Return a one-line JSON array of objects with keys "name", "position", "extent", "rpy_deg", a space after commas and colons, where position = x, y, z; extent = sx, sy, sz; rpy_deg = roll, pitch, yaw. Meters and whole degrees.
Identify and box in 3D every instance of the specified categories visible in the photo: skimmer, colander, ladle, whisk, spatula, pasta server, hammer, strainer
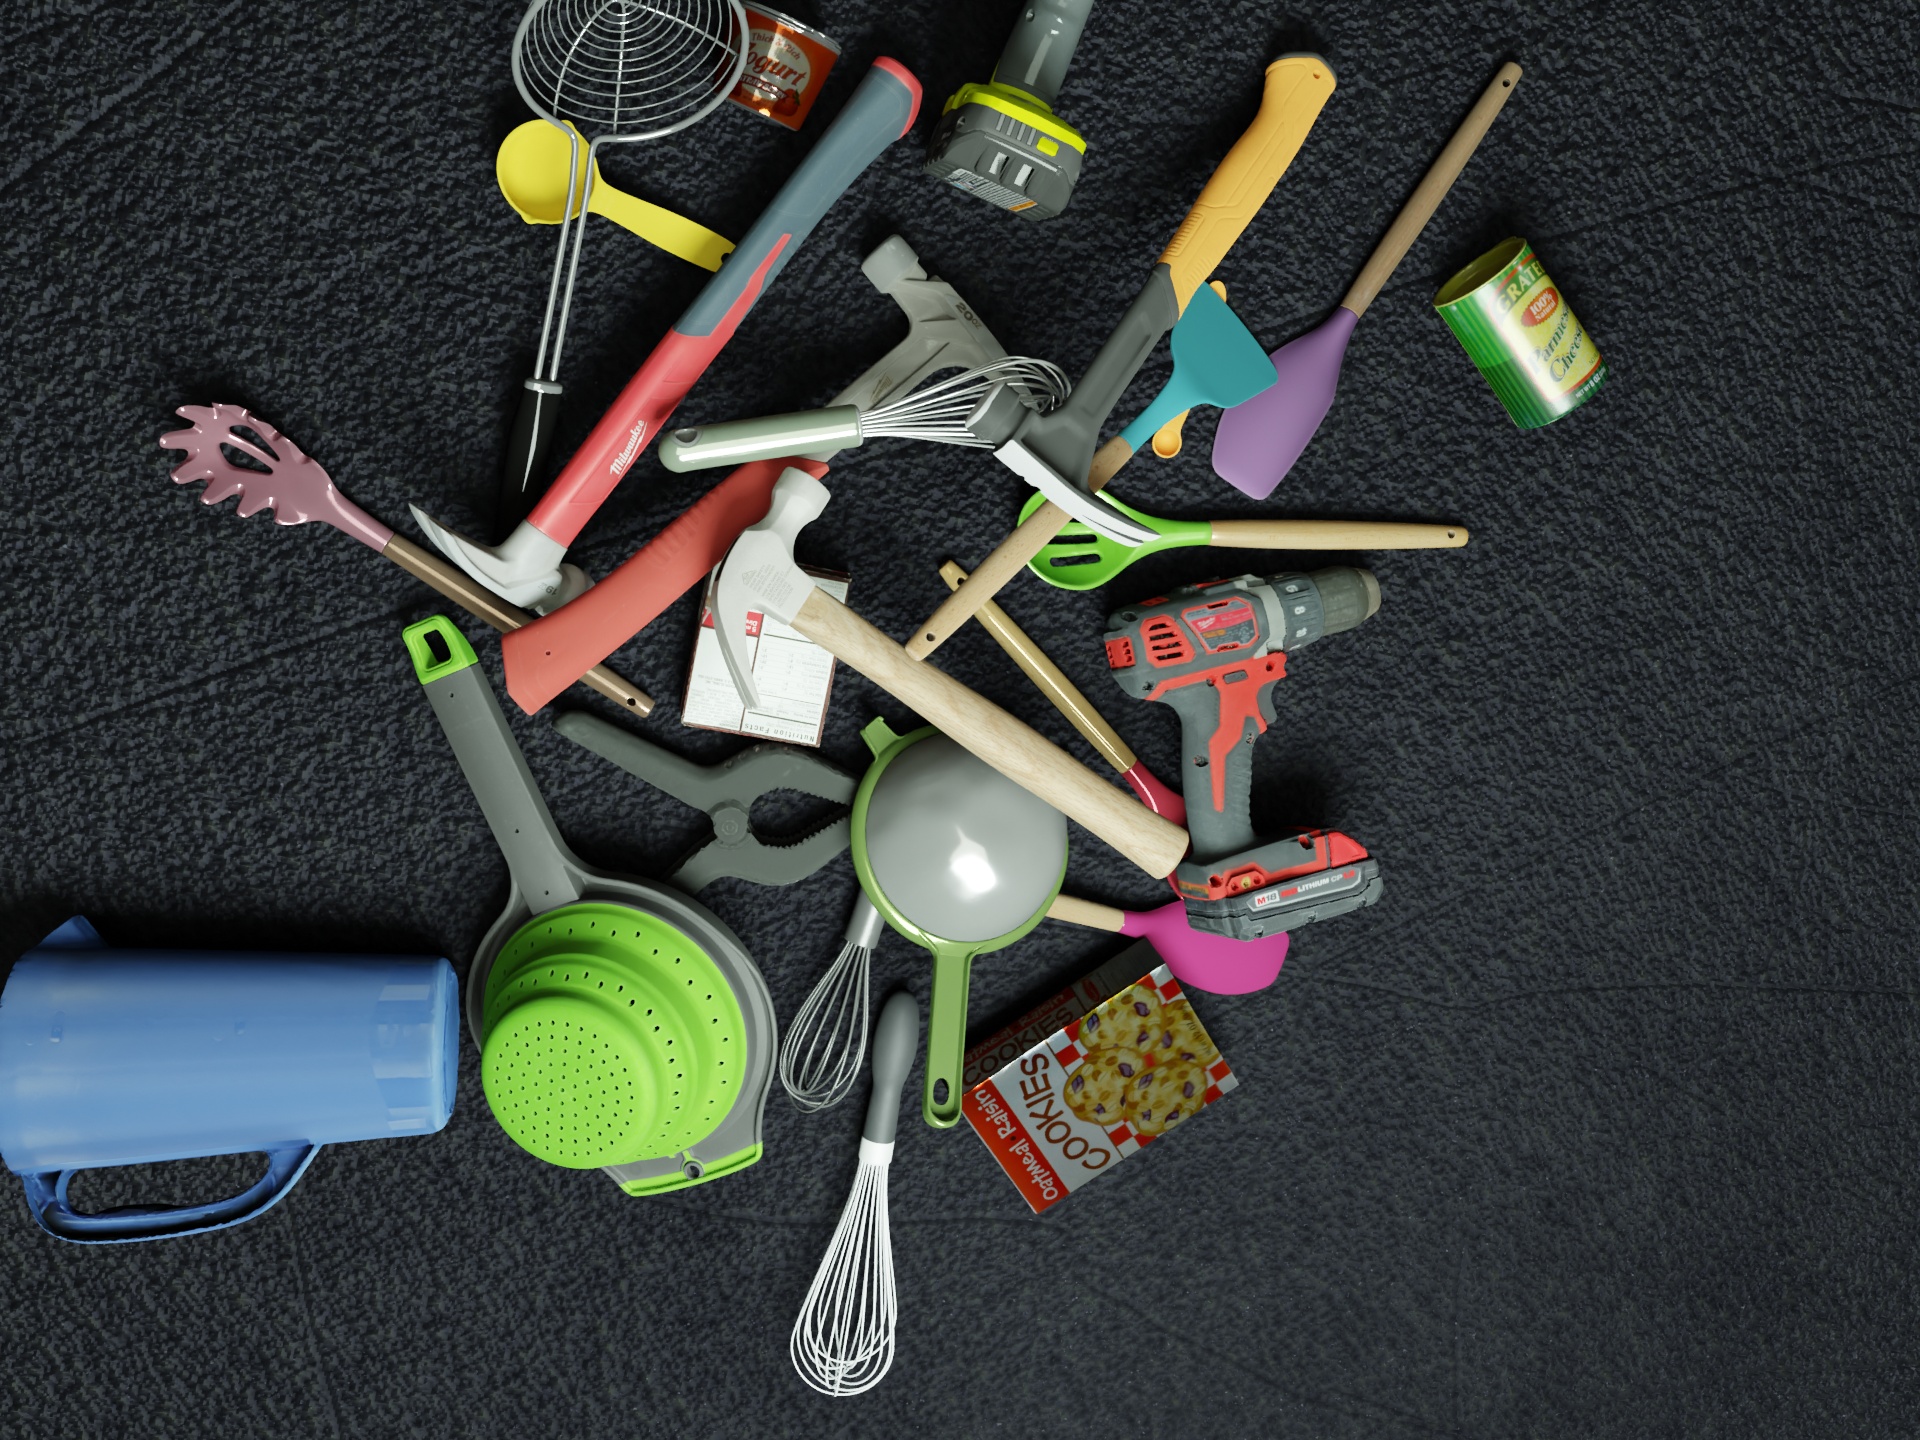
[{"name": "skimmer", "position": [-0.212, -0.240, 0.894], "extent": [0.127, 0.090, 0.363], "rpy_deg": [0, 114, -41]}, {"name": "colander", "position": [-0.253, 0.129, 0.955], "extent": [0.204, 0.094, 0.397], "rpy_deg": [-20, 100, 16]}, {"name": "ladle", "position": [0.094, 0.013, 1.051], "extent": [0.069, 0.031, 0.315], "rpy_deg": [-45, 103, -7]}, {"name": "whisk", "position": [-0.065, 0.144, 1.042], "extent": [0.055, 0.055, 0.239], "rpy_deg": [18, 94, -13]}, {"name": "spatula", "position": [0.263, -0.286, 1.023], "extent": [0.059, 0.018, 0.316], "rpy_deg": [34, 95, -8]}, {"name": "spatula", "position": [0.078, -0.146, 0.958], "extent": [0.317, 0.044, 0.082], "rpy_deg": [-45, 101, -14]}, {"name": "whisk", "position": [-0.053, -0.173, 0.926], "extent": [0.246, 0.058, 0.059], "rpy_deg": [-10, 139, -10]}, {"name": "pasta server", "position": [-0.321, -0.089, 0.955], "extent": [0.316, 0.040, 0.060], "rpy_deg": [34, 106, -15]}, {"name": "hammer", "position": [0.139, -0.264, 0.943], "extent": [0.127, 0.034, 0.337], "rpy_deg": [37, 74, -14]}, {"name": "strainer", "position": [0.007, 0.119, 0.980], "extent": [0.151, 0.069, 0.256], "rpy_deg": [11, 72, -20]}, {"name": "hammer", "position": [-0.157, -0.232, 0.919], "extent": [0.038, 0.143, 0.386], "rpy_deg": [37, 89, 25]}, {"name": "hammer", "position": [-0.001, -0.003, 0.944], "extent": [0.331, 0.031, 0.130], "rpy_deg": [34, 78, -14]}, {"name": "whisk", "position": [-0.063, 0.320, 1.074], "extent": [0.070, 0.070, 0.284], "rpy_deg": [9, 94, -11]}, {"name": "hammer", "position": [-0.121, -0.125, 0.949], "extent": [0.359, 0.037, 0.149], "rpy_deg": [-42, 100, -10]}]

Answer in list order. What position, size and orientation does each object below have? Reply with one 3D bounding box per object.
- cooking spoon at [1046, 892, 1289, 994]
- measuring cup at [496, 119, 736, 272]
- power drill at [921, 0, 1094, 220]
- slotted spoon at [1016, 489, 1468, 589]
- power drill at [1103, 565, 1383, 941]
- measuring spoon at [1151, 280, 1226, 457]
[{"name": "cooking spoon", "position": [0.084, 0.129, 1.062], "extent": [0.318, 0.017, 0.069], "rpy_deg": [16, 98, -20]}, {"name": "measuring cup", "position": [-0.198, -0.302, 0.944], "extent": [0.156, 0.029, 0.062], "rpy_deg": [21, 101, -25]}, {"name": "power drill", "position": [0.060, -0.404, 0.889], "extent": [0.080, 0.171, 0.223], "rpy_deg": [20, 101, -13]}, {"name": "slotted spoon", "position": [0.186, -0.120, 1.040], "extent": [0.313, 0.031, 0.070], "rpy_deg": [-1, 87, -11]}, {"name": "power drill", "position": [0.205, 0.013, 1.033], "extent": [0.188, 0.080, 0.227], "rpy_deg": [-14, 91, -15]}, {"name": "measuring spoon", "position": [0.147, -0.225, 1.022], "extent": [0.021, 0.011, 0.117], "rpy_deg": [16, 95, -15]}]
